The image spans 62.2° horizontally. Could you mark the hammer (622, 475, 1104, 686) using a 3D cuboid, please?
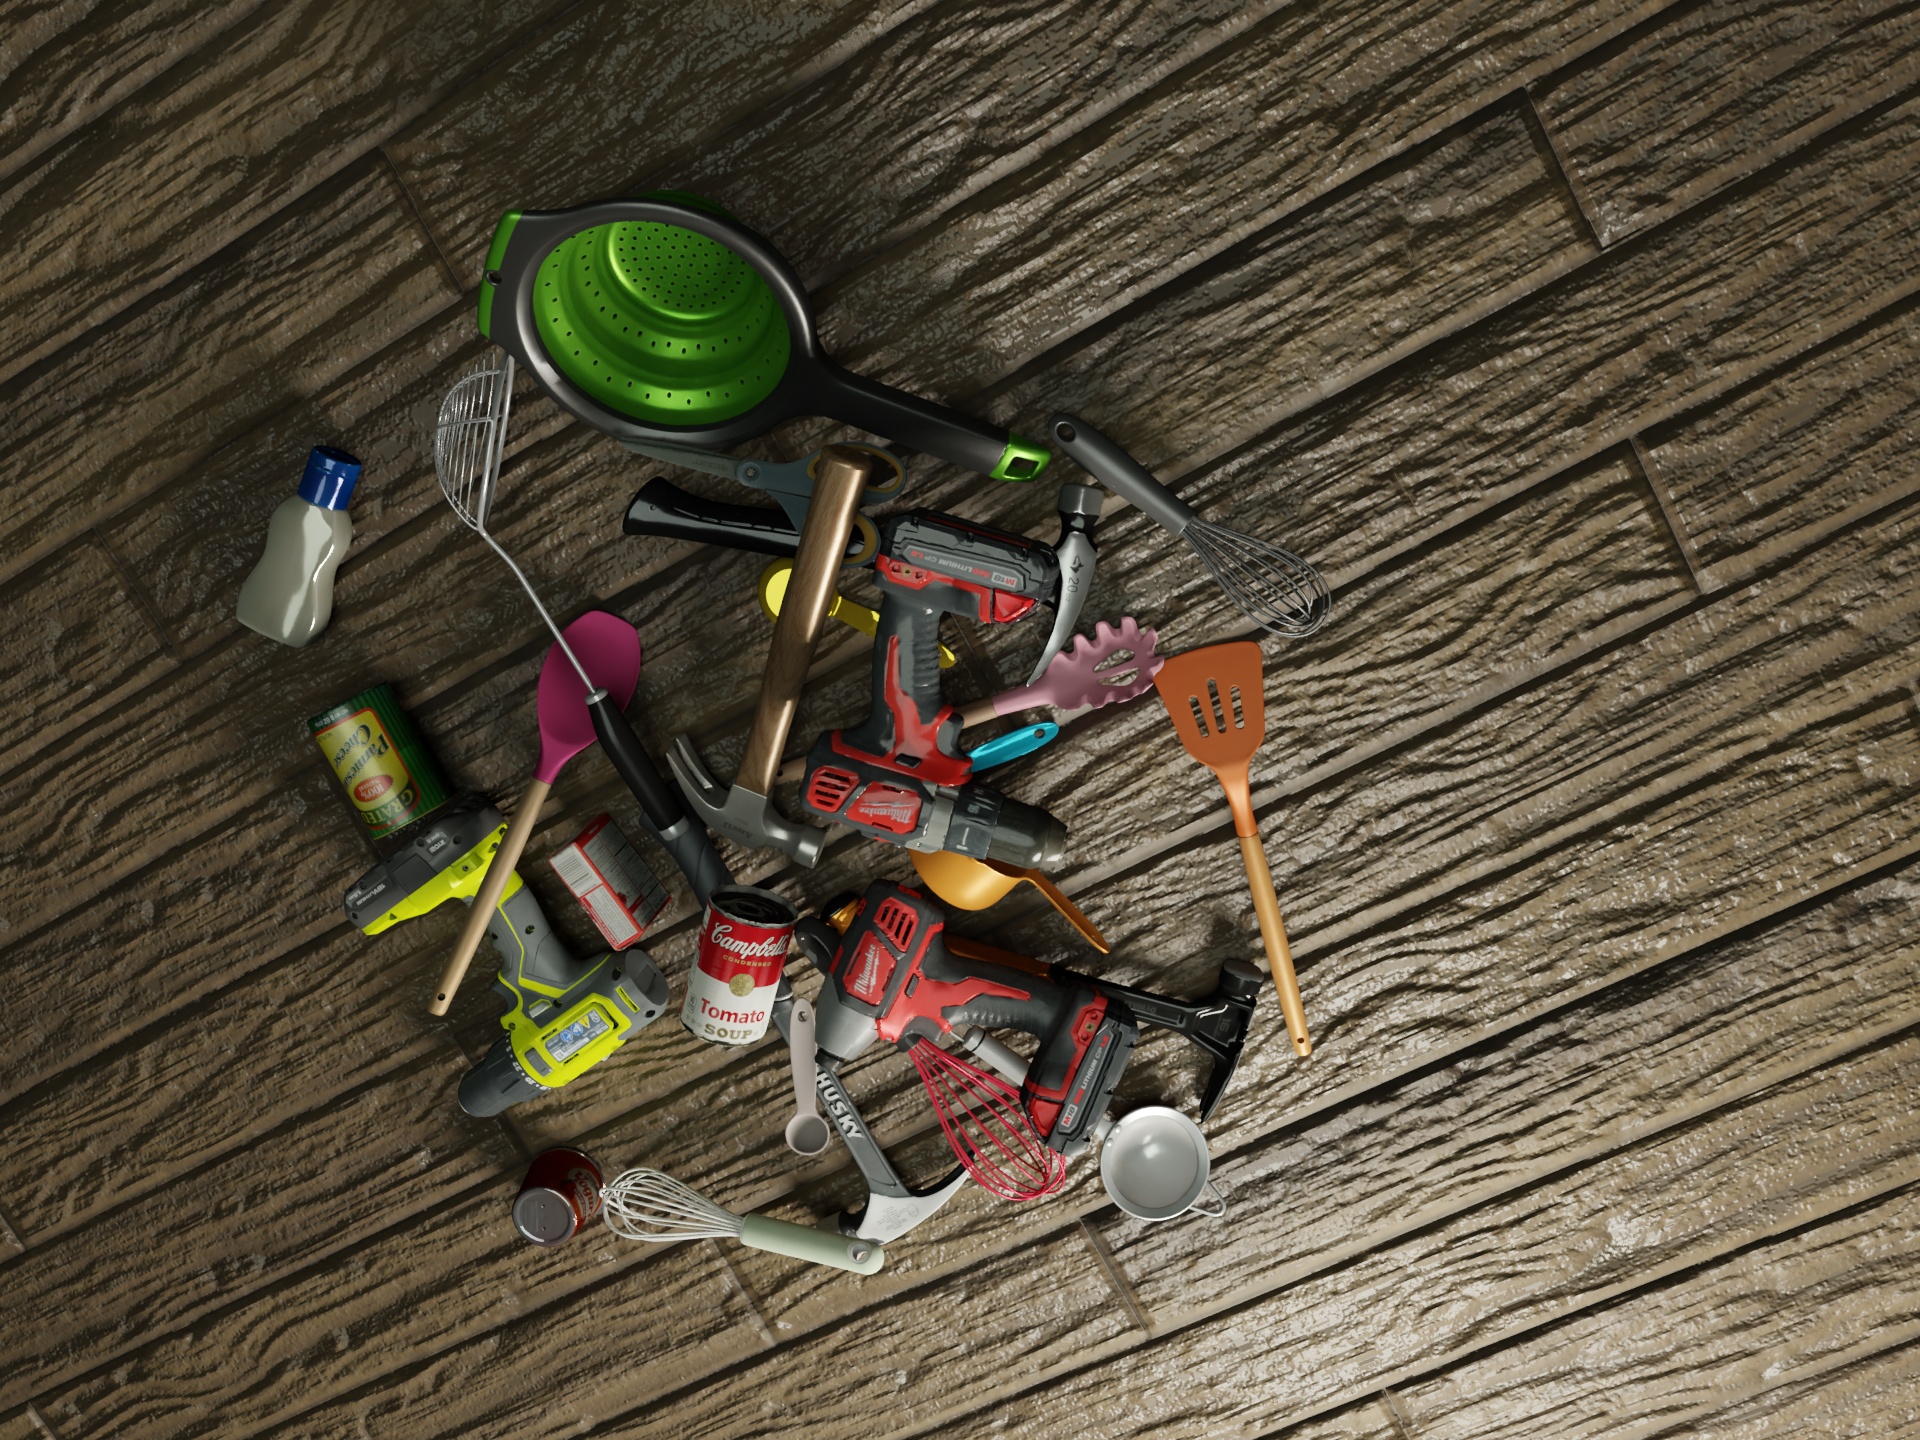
[{"bbox_3d":[-0.073,-0.118,1.127,0.335,0.035,0.146,10,91,2],"label":"hammer"}]

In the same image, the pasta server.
[{"bbox_3d":[-0.002,-0.004,1.169,0.316,0.040,0.060,-18,77,12],"label":"pasta server"}]

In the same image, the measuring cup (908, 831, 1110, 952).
[{"bbox_3d":[0.033,0.125,1.172,0.173,0.095,0.052,44,113,-8],"label":"measuring cup"}]

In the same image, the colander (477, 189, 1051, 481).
[{"bbox_3d":[-0.120,-0.263,1.094,0.397,0.095,0.204,17,140,-16],"label":"colander"}]

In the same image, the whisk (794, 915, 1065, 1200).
[{"bbox_3d":[-0.024,0.259,1.213,0.073,0.073,0.295,-39,99,14],"label":"whisk"}]

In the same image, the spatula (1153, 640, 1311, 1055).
[{"bbox_3d":[0.218,0.102,1.179,0.081,0.041,0.322,-14,106,9],"label":"spatula"}]

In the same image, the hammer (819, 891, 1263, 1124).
[{"bbox_3d":[0.052,0.204,1.216,0.337,0.034,0.127,15,104,3],"label":"hammer"}]

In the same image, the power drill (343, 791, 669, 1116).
[{"bbox_3d":[-0.366,0.190,1.239,0.190,0.080,0.228,-35,100,12],"label":"power drill"}]

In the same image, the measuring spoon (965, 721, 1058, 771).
[{"bbox_3d":[0.012,0.025,1.188,0.128,0.021,0.042,-21,117,2],"label":"measuring spoon"}]

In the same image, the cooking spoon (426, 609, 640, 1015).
[{"bbox_3d":[-0.321,0.068,1.177,0.068,0.017,0.319,25,83,-17],"label":"cooking spoon"}]

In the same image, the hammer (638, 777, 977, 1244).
[{"bbox_3d":[-0.133,0.228,1.242,0.149,0.036,0.409,-26,99,11],"label":"hammer"}]

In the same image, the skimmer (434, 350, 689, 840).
[{"bbox_3d":[-0.268,-0.084,1.142,0.090,0.127,0.363,-30,106,-6],"label":"skimmer"}]

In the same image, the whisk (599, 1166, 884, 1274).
[{"bbox_3d":[-0.177,0.403,1.266,0.246,0.058,0.059,8,144,17],"label":"whisk"}]

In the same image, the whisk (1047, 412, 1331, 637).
[{"bbox_3d":[0.159,-0.141,1.114,0.239,0.055,0.055,37,105,1],"label":"whisk"}]

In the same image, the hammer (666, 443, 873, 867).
[{"bbox_3d":[-0.123,-0.044,1.124,0.130,0.031,0.331,21,122,3],"label":"hammer"}]

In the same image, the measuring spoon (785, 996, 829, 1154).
[{"bbox_3d":[-0.119,0.273,1.230,0.034,0.018,0.124,-1,95,3],"label":"measuring spoon"}]

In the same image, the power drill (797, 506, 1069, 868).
[{"bbox_3d":[0.004,-0.014,1.075,0.188,0.080,0.226,17,104,3],"label":"power drill"}]

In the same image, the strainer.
[{"bbox_3d":[0.094,0.300,1.218,0.258,0.050,0.087,36,81,-9],"label":"strainer"}]

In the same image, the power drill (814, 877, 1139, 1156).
[{"bbox_3d":[0.005,0.221,1.151,0.219,0.078,0.143,26,86,0],"label":"power drill"}]

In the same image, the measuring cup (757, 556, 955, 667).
[{"bbox_3d":[-0.076,-0.073,1.163,0.156,0.029,0.062,25,105,3],"label":"measuring cup"}]
